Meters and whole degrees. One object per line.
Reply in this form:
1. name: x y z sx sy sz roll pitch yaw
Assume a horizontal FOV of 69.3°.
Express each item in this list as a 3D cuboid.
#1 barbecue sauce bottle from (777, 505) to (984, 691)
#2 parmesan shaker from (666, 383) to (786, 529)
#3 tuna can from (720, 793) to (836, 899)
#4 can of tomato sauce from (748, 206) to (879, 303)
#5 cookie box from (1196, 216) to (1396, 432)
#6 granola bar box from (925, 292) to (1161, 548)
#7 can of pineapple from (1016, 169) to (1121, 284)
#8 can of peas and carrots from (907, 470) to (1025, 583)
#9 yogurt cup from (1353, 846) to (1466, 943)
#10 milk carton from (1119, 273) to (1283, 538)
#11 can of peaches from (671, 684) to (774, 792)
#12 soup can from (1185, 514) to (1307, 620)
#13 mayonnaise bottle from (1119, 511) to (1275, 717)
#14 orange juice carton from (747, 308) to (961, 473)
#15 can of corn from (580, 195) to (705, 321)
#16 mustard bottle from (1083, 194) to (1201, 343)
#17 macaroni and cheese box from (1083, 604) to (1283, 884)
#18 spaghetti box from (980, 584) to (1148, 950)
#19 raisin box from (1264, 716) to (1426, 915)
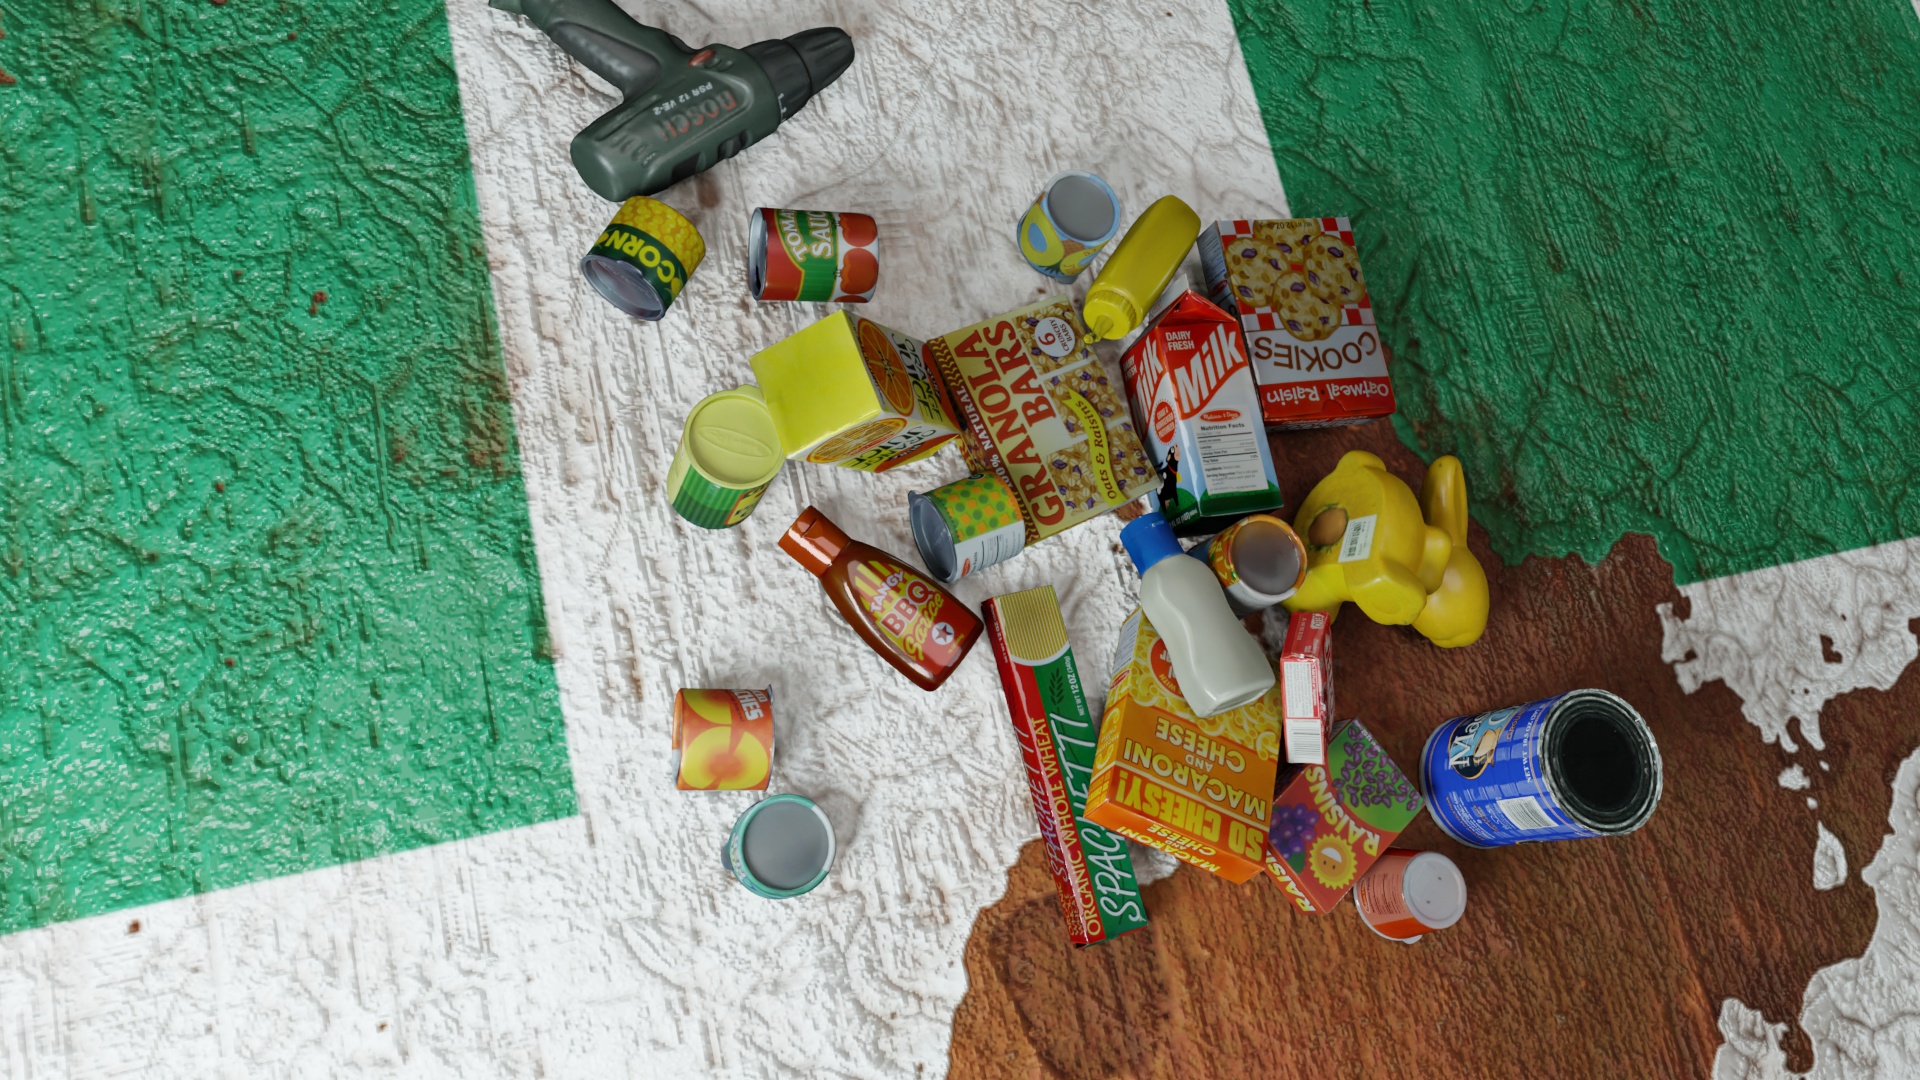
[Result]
1. barbecue sauce bottle: -0.058 0.036 0.957 0.148 0.043 0.065 40 67 -3
2. parmesan shaker: -0.155 -0.053 0.920 0.071 0.102 0.071 5 74 -17
3. tuna can: -0.117 0.198 0.896 0.071 0.032 0.071 5 73 -17
4. can of tomato sauce: -0.106 -0.206 0.999 0.083 0.071 0.071 -2 75 -19
5. cookie box: 0.265 -0.171 1.098 0.123 0.040 0.167 -6 77 -20
6. granola bar box: 0.057 -0.088 1.034 0.124 0.039 0.165 -23 82 -23
7. can of pineapple: 0.085 -0.244 1.079 0.071 0.057 0.071 5 73 -17
8. can of peas and carrots: 0.003 -0.012 0.980 0.059 0.070 0.071 -20 82 -23
9. yogurt cup: 0.330 0.256 1.012 0.072 0.053 0.072 5 72 -16
10. milk carton: 0.177 -0.103 1.060 0.073 0.072 0.191 -7 77 -20
11. can of peaches: -0.152 0.125 0.887 0.058 0.071 0.071 3 74 -16
12. soup can: 0.207 0.020 1.027 0.071 0.083 0.071 5 72 -16
13. mayonnaise bottle: 0.162 0.050 0.984 0.065 0.041 0.148 -13 64 -29
14. orange juice carton: -0.059 -0.095 0.939 0.073 0.193 0.072 -25 81 17
15. can of corn: -0.218 -0.196 0.960 0.071 0.071 0.058 31 67 -7
16. mustard bottle: 0.132 -0.199 1.070 0.049 0.065 0.161 38 58 -7
17. macaroni and cheese box: 0.162 0.141 0.977 0.124 0.040 0.167 25 52 -9
18. spaghetti box: 0.072 0.155 0.972 0.050 0.028 0.250 -11 78 -21
19. raisin box: 0.269 0.201 1.017 0.124 0.040 0.086 -38 89 -25
